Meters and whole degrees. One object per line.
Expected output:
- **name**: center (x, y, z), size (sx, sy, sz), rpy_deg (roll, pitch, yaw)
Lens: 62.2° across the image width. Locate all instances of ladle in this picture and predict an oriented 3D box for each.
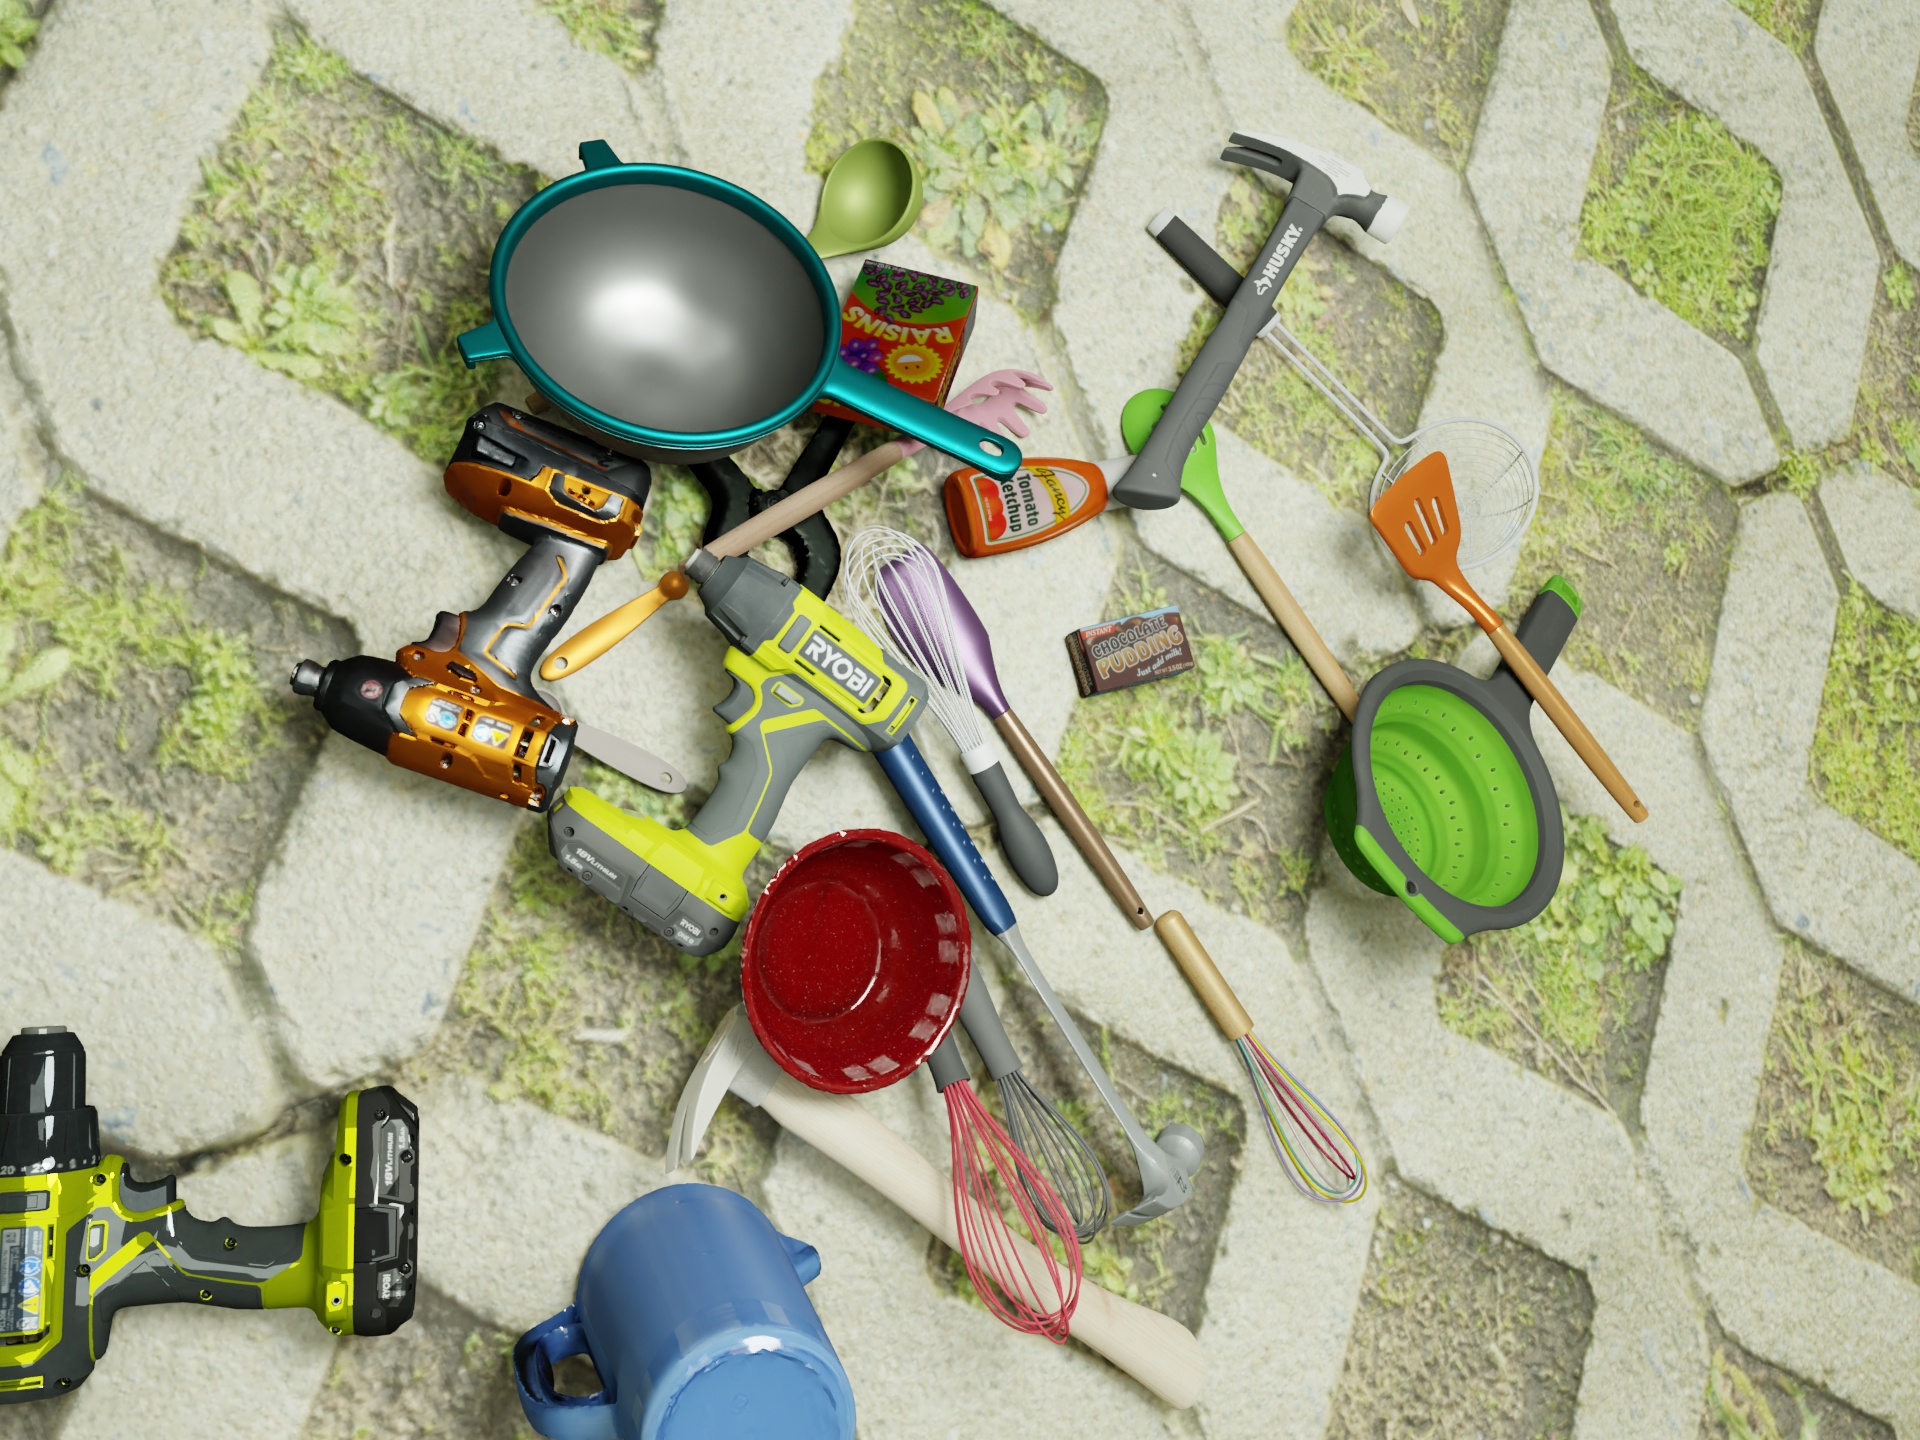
- **ladle**: center (-0.158, -0.299, 1.079), size (0.320, 0.062, 0.078), rpy_deg (-36, 64, -18)

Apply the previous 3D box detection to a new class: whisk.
- **whisk**: center (0.031, 0.231, 1.048), size (0.055, 0.055, 0.239), rpy_deg (-23, 76, -22)
- **whisk**: center (-0.003, -0.003, 1.084), size (0.070, 0.070, 0.284), rpy_deg (-31, 100, -22)
- **whisk**: center (0.003, 0.250, 1.010), size (0.073, 0.073, 0.296), rpy_deg (-15, 65, -22)
- **whisk**: center (0.216, 0.239, 1.133), size (0.051, 0.047, 0.245), rpy_deg (-33, 90, -20)

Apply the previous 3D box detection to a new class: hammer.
- **hammer**: center (-0.001, 0.330, 1.019), size (0.410, 0.038, 0.146), rpy_deg (40, 43, -13)
- **hammer**: center (0.200, -0.292, 1.172), size (0.146, 0.035, 0.335), rpy_deg (31, 72, 0)
- **hammer**: center (0.035, 0.148, 1.055), size (0.035, 0.144, 0.405), rpy_deg (-33, 87, 18)

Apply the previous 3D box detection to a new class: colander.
- **colander**: center (0.379, 0.017, 1.215), size (0.204, 0.094, 0.397), rpy_deg (47, 52, -5)

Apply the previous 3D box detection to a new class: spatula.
- **spatula**: center (0.042, 0.018, 1.119), size (0.060, 0.018, 0.316), rpy_deg (-36, 94, -10)
- **spatula**: center (0.417, -0.051, 1.184), size (0.081, 0.041, 0.322), rpy_deg (-40, 94, -15)

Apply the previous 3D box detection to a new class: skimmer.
- **skimmer**: center (0.284, -0.261, 1.214), size (0.363, 0.090, 0.127), rpy_deg (42, 100, -7)

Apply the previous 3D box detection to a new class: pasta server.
- **pasta server**: center (-0.058, -0.166, 1.073), size (0.316, 0.060, 0.040), rpy_deg (-35, 68, -31)

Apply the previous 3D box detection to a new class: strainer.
- **strainer**: center (-0.128, -0.212, 1.003), size (0.340, 0.095, 0.211), rpy_deg (24, 60, -8)

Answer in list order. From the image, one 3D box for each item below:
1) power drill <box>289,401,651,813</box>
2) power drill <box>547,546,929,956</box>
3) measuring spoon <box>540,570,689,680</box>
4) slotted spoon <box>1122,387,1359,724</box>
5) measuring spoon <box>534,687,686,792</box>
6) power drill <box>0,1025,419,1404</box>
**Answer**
- **power drill**: center (-0.292, -0.073, 0.968), size (0.164, 0.084, 0.227), rpy_deg (20, 69, -15)
- **power drill**: center (-0.149, 0.017, 0.988), size (0.171, 0.080, 0.223), rpy_deg (38, 84, -15)
- **measuring spoon**: center (-0.225, -0.062, 1.038), size (0.117, 0.011, 0.021), rpy_deg (-38, 95, -21)
- **slotted spoon**: center (0.225, -0.120, 1.204), size (0.070, 0.031, 0.313), rpy_deg (-37, 96, -22)
- **measuring spoon**: center (-0.233, 0.018, 1.023), size (0.124, 0.018, 0.034), rpy_deg (29, 64, -20)
- **power drill**: center (-0.421, 0.262, 0.880), size (0.228, 0.080, 0.191), rpy_deg (1, 81, -17)
